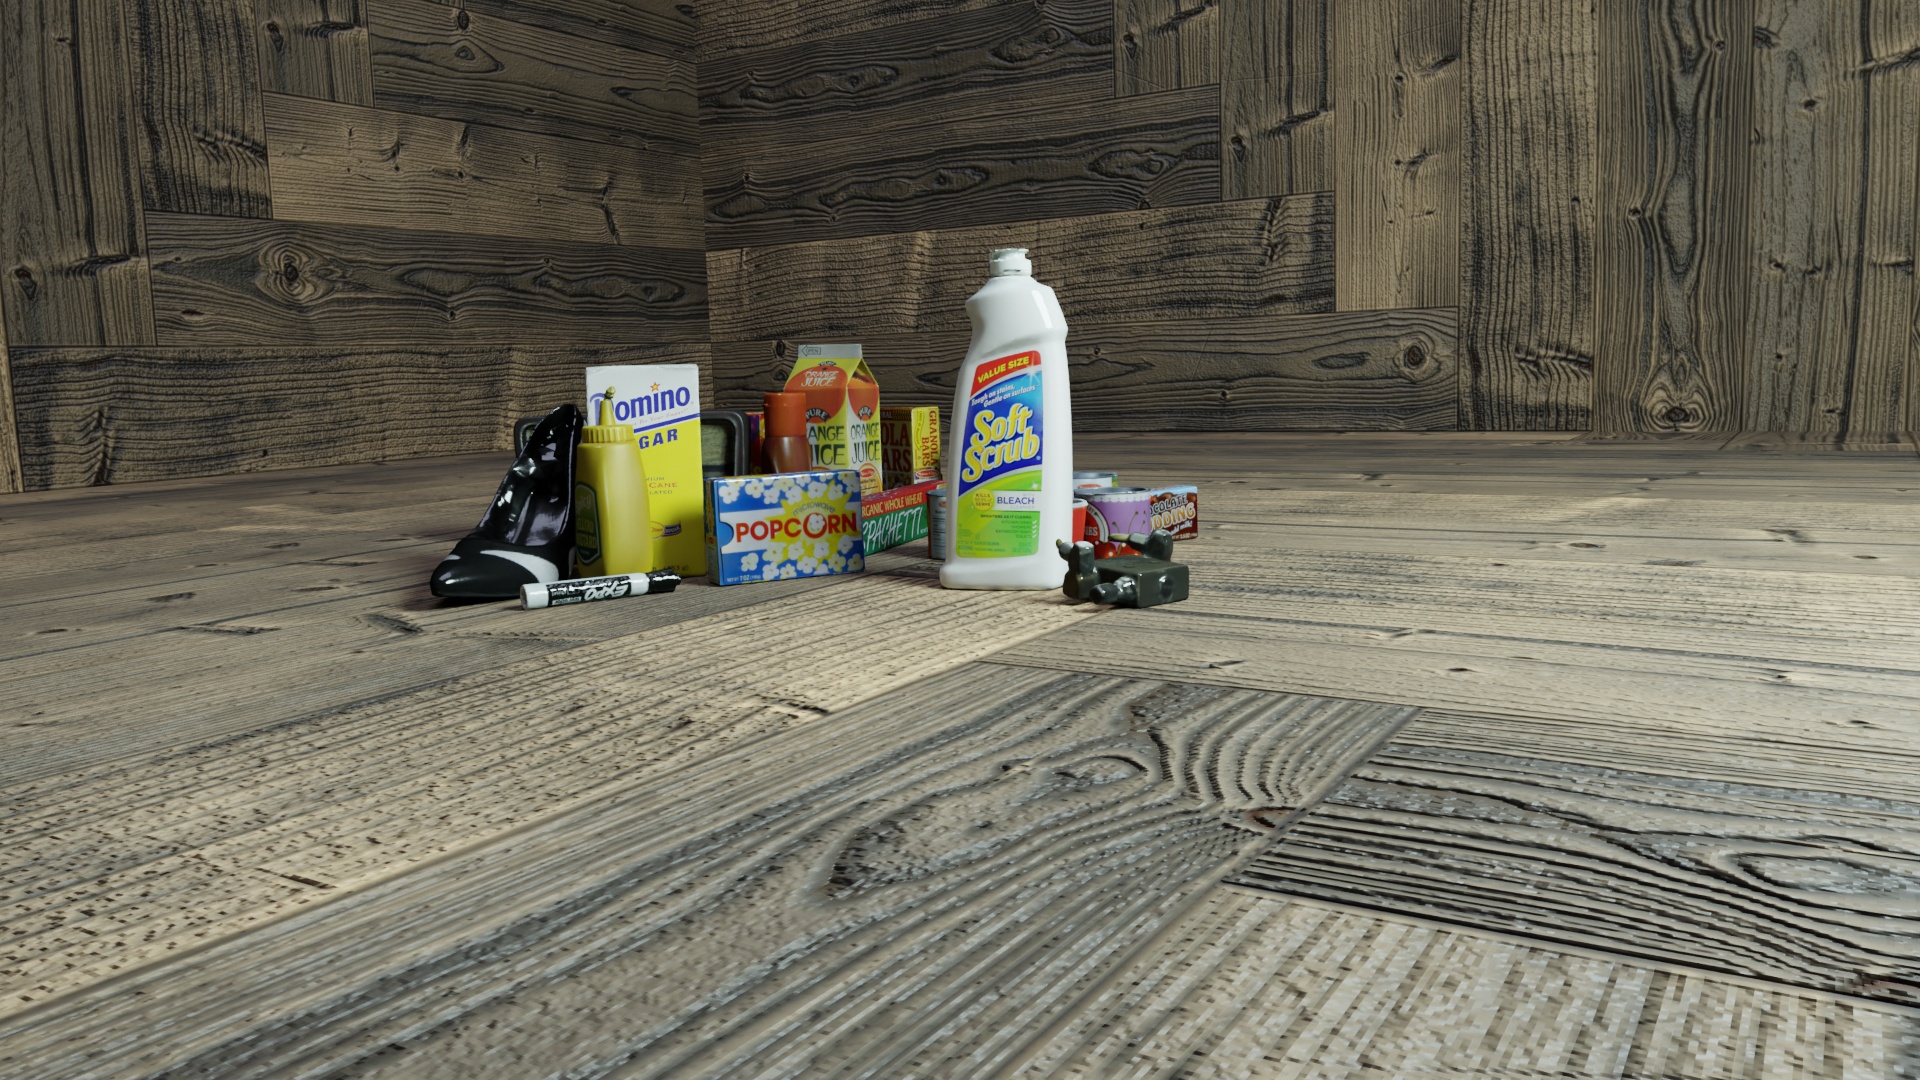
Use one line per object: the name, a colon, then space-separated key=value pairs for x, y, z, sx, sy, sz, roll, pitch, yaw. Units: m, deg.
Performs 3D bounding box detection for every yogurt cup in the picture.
yogurt cup: x=0.072 y=-0.006 z=1.149 sx=0.072 sy=0.054 sz=0.072 roll=-2 pitch=7 yaw=0

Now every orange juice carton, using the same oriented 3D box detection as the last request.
orange juice carton: x=-0.127 y=-0.100 z=1.392 sx=0.072 sy=0.192 sz=0.073 roll=1 pitch=7 yaw=23

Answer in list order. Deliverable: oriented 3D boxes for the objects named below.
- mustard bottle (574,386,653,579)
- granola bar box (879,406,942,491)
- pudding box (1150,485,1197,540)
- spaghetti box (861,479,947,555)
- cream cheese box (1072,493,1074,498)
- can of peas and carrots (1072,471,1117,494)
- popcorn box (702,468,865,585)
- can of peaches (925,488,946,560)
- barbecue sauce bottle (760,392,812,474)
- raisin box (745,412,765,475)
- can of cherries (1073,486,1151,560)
mustard bottle: x=-0.274 y=-0.040 z=1.087 sx=0.049 sy=0.160 sz=0.065 roll=-7 pitch=9 yaw=-39
granola bar box: x=-0.080 y=-0.087 z=1.551 sx=0.039 sy=0.124 sz=0.165 roll=-6 pitch=8 yaw=-34
pudding box: x=0.178 y=-0.023 z=1.275 sx=0.084 sy=0.049 sz=0.030 roll=-6 pitch=8 yaw=-33
spaghetti box: x=-0.062 y=-0.023 z=1.330 sx=0.028 sy=0.050 sz=0.251 roll=1 pitch=8 yaw=21
cream cheese box: x=0.055 y=-0.012 z=1.201 sx=0.104 sy=0.053 sz=0.024 roll=-7 pitch=8 yaw=-35
can of peas and carrots: x=0.120 y=-0.036 z=1.352 sx=0.071 sy=0.058 sz=0.071 roll=-2 pitch=7 yaw=0
popcorn box: x=-0.143 y=-0.012 z=1.130 sx=0.127 sy=0.085 sz=0.038 roll=-6 pitch=8 yaw=-27
can of peaches: x=0.004 y=-0.015 z=1.223 sx=0.071 sy=0.058 sz=0.071 roll=-2 pitch=7 yaw=0
barbecue sauce bottle: x=-0.152 y=-0.055 z=1.218 sx=0.044 sy=0.148 sz=0.065 roll=-5 pitch=7 yaw=-24
raisin box: x=-0.247 y=-0.079 z=1.533 sx=0.086 sy=0.123 sz=0.040 roll=0 pitch=7 yaw=19
can of cherries: x=0.127 y=-0.015 z=1.185 sx=0.071 sy=0.058 sz=0.071 roll=-2 pitch=7 yaw=0
